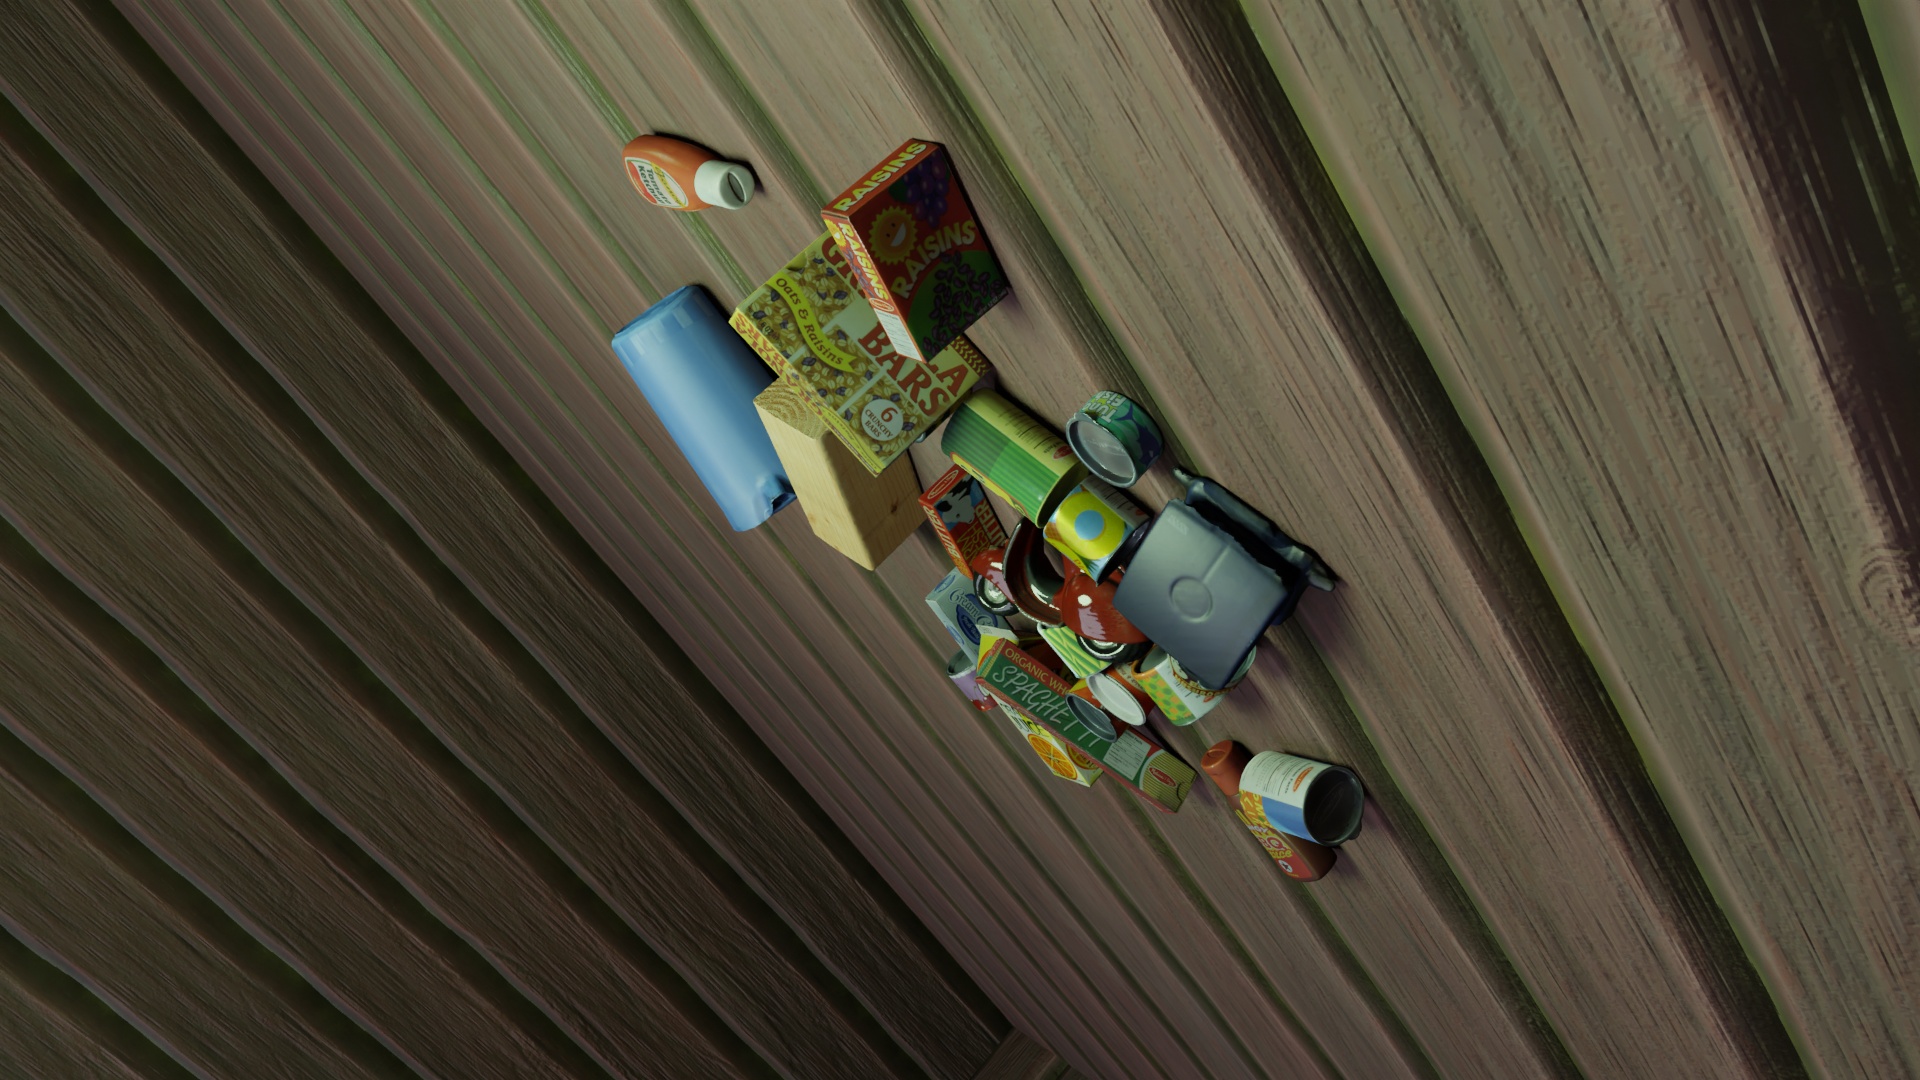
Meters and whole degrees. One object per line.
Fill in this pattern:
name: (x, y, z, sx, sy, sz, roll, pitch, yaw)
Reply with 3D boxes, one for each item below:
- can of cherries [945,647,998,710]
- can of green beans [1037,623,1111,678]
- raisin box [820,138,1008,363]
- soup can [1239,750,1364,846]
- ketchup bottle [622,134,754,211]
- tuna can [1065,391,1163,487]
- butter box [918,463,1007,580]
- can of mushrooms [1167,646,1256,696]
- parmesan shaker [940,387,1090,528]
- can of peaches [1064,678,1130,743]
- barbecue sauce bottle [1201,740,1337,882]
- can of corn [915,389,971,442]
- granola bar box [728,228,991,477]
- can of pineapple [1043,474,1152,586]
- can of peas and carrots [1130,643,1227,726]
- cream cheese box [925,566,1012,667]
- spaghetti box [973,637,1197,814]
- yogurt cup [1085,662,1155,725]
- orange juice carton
can of cherries: (0.028, 0.148, 1.548, 0.058, 0.072, 0.071, 51, 159, -16)
can of green beans: (0.112, 0.080, 1.250, 0.057, 0.071, 0.071, 50, 159, -13)
raisin box: (-0.029, -0.197, 0.948, 0.040, 0.086, 0.123, 28, 155, 49)
soup can: (0.288, 0.218, 1.173, 0.071, 0.071, 0.083, 52, 160, -19)
ketchup bottle: (-0.230, -0.310, 1.185, 0.149, 0.044, 0.064, 23, 151, 45)
tuna can: (0.109, -0.075, 0.995, 0.071, 0.033, 0.070, 38, 159, 18)
butter box: (0.005, -0.016, 1.289, 0.024, 0.053, 0.103, 26, 153, 46)
can of mushrooms: (0.197, 0.089, 1.093, 0.071, 0.071, 0.033, 38, 161, 17)
parmesan shaker: (0.044, -0.066, 1.097, 0.103, 0.071, 0.071, 38, 159, 19)
can of peaches: (0.144, 0.152, 1.338, 0.071, 0.058, 0.071, 39, 159, 18)
barbecue sauce bottle: (0.281, 0.249, 1.282, 0.148, 0.044, 0.065, 49, 161, -11)
can of corn: (-0.033, -0.124, 1.141, 0.071, 0.058, 0.071, 38, 159, 18)
granola bar box: (-0.076, -0.151, 1.073, 0.165, 0.124, 0.039, 47, 159, -5)
can of pineapple: (0.105, -0.008, 1.082, 0.058, 0.071, 0.070, 41, 160, 14)
can of peas and carrots: (0.185, 0.112, 1.168, 0.058, 0.071, 0.071, 49, 160, -9)
cream cheese box: (0.012, 0.082, 1.468, 0.024, 0.053, 0.103, 6, 137, 57)
spaghetti box: (0.125, 0.185, 1.381, 0.250, 0.050, 0.028, 36, 161, -11)
yogurt cup: (0.157, 0.127, 1.271, 0.072, 0.054, 0.072, 38, 159, 18)
orange juice carton: (0.087, 0.160, 1.445, 0.192, 0.073, 0.072, 53, 159, -20)
